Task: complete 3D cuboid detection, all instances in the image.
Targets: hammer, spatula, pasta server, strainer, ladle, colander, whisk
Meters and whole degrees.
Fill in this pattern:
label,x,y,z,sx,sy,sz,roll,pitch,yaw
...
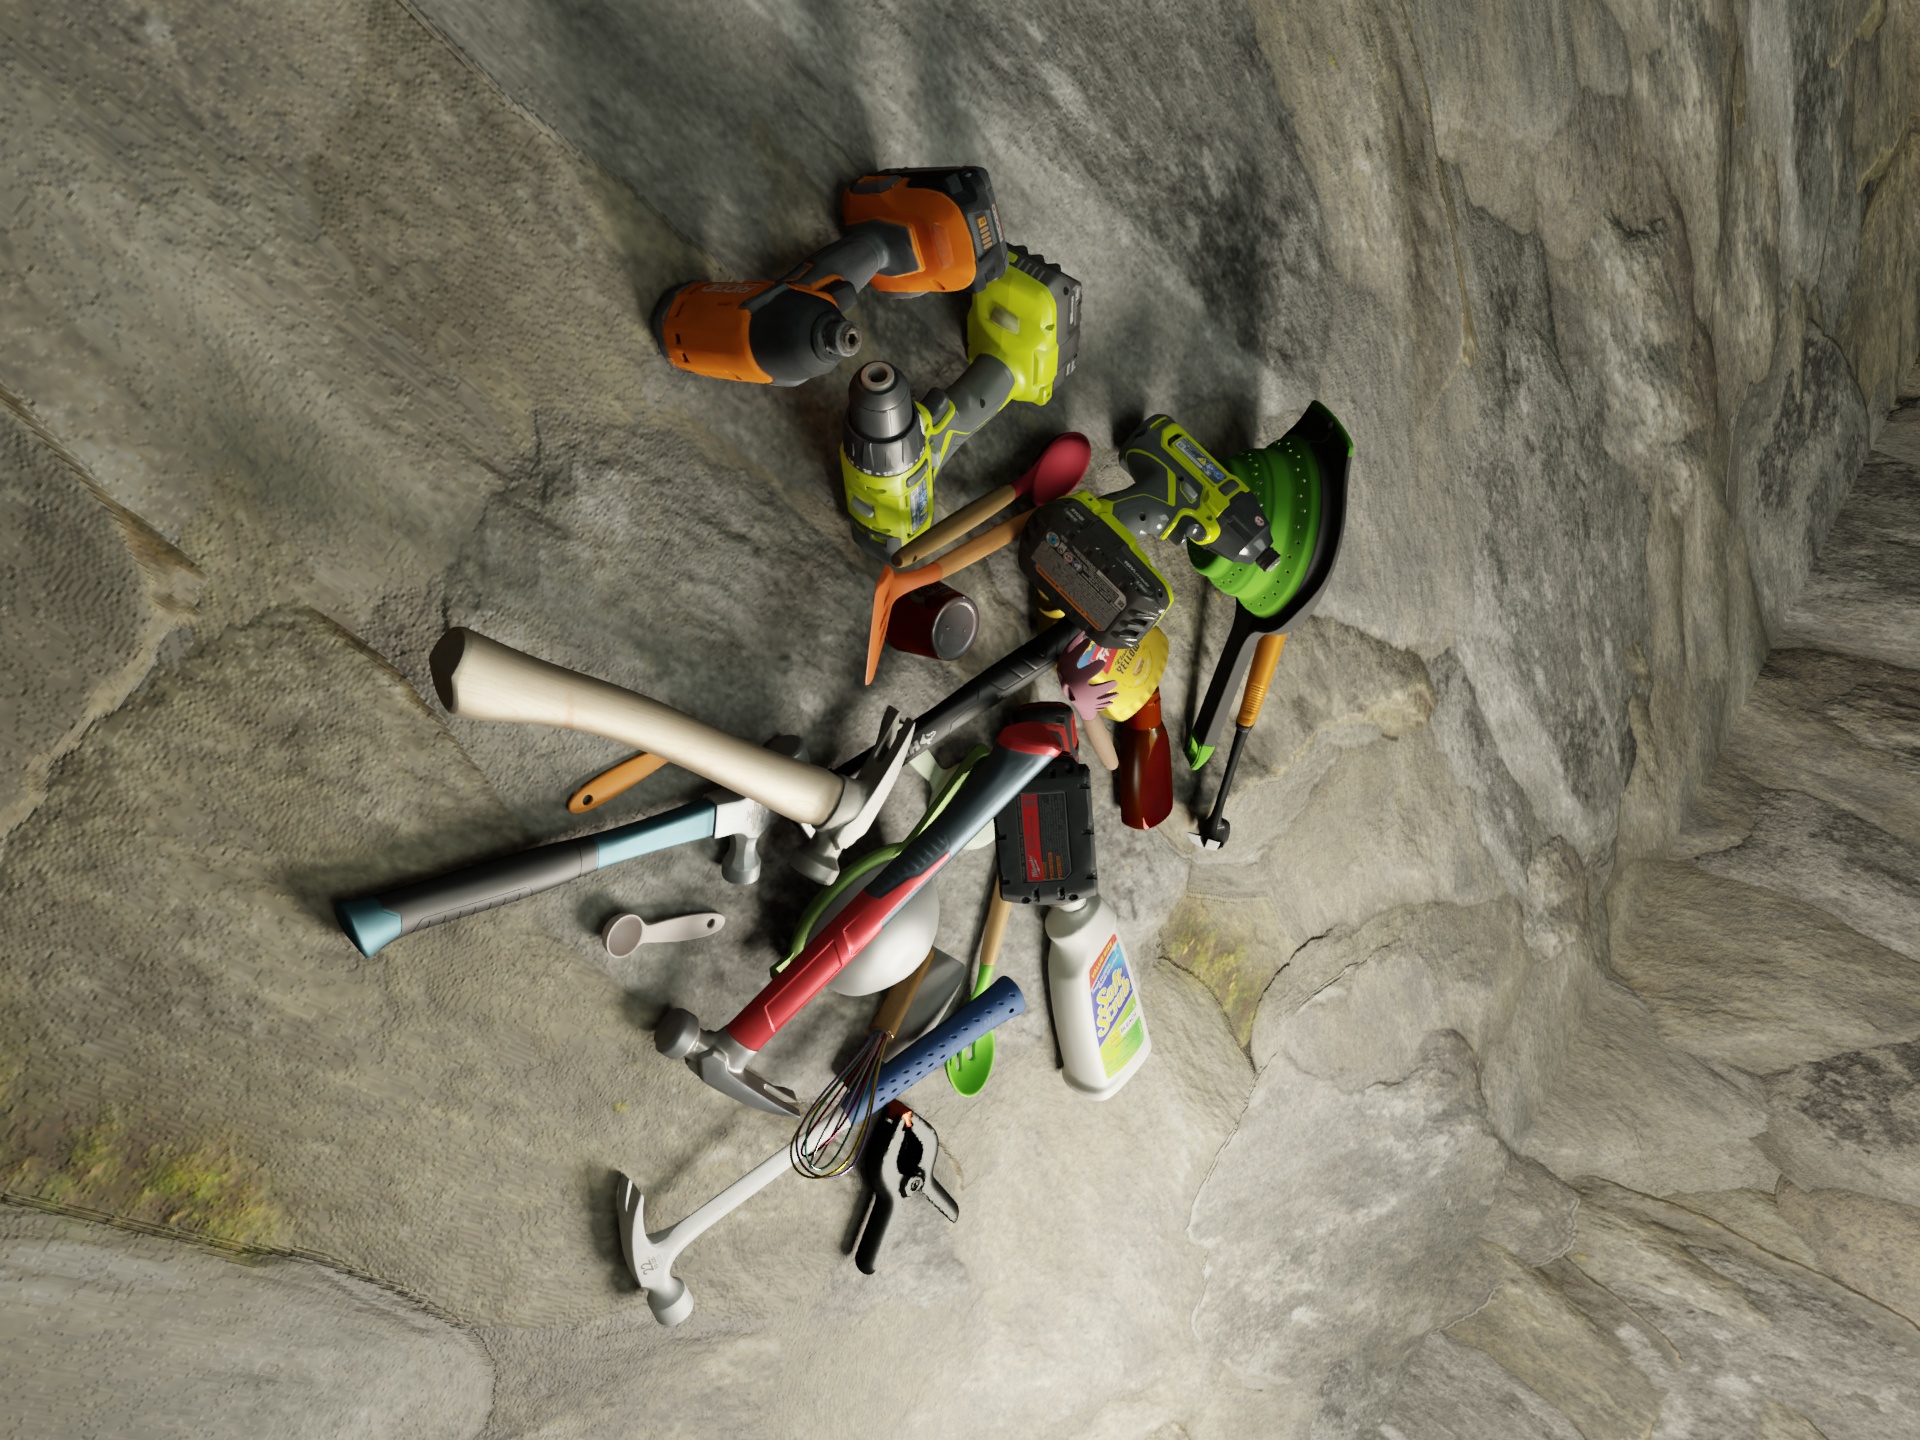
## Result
label,x,y,z,sx,sy,sz,roll,pitch,yaw
hammer,-0.270,0.098,1.107,0.331,0.033,0.128,-17,127,-42
hammer,-0.057,0.153,1.230,0.386,0.038,0.143,-45,122,10
spatula,0.000,-0.120,1.250,0.322,0.041,0.081,-36,141,-52
pasta server,0.124,-0.003,1.420,0.040,0.060,0.316,-32,160,2
strainer,-0.035,0.137,1.303,0.256,0.069,0.151,-55,150,16
hammer,-0.109,0.339,1.354,0.405,0.035,0.144,-32,124,-25
ladle,0.027,-0.172,1.259,0.315,0.031,0.069,-39,150,-54
hammer,0.307,-0.026,1.673,0.127,0.034,0.337,7,99,-75
hammer,-0.181,0.007,1.083,0.410,0.038,0.146,27,93,-53
hammer,-0.002,-0.004,1.319,0.335,0.035,0.146,-34,132,-20
colander,0.256,-0.121,1.548,0.094,0.205,0.396,7,123,-15
whisk,-0.078,0.277,1.326,0.051,0.047,0.245,54,42,-24

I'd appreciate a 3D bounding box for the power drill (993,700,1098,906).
label,x,y,z,sx,sy,sz,roll,pitch,yaw
power drill,0.075,0.092,1.366,0.227,0.080,0.188,-70,156,-78

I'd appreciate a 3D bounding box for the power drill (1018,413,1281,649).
label,x,y,z,sx,sy,sz,roll,pitch,yaw
power drill,0.168,-0.159,1.361,0.223,0.171,0.080,-37,169,-40

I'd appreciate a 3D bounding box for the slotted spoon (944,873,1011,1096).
label,x,y,z,sx,sy,sz,roll,pitch,yaw
slotted spoon,0.032,0.205,1.504,0.070,0.031,0.313,2,104,-49

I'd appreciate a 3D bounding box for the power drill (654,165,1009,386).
label,x,y,z,sx,sy,sz,roll,pitch,yaw
power drill,-0.071,-0.291,1.054,0.226,0.164,0.084,-40,129,-31

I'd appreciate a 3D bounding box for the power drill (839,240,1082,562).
label,x,y,z,sx,sy,sz,roll,pitch,yaw
power drill,-0.006,-0.246,1.173,0.228,0.080,0.190,-51,163,-21

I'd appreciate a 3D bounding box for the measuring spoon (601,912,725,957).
label,x,y,z,sx,sy,sz,roll,pitch,yaw
measuring spoon,-0.226,0.157,1.207,0.124,0.018,0.034,1,106,-55

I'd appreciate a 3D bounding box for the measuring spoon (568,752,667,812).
label,x,y,z,sx,sy,sz,roll,pitch,yaw
measuring spoon,-0.231,0.037,1.143,0.117,0.011,0.021,-32,129,-36

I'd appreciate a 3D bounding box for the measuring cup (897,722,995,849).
label,x,y,z,sx,sy,sz,roll,pitch,yaw
measuring cup,-0.009,0.054,1.377,0.083,0.038,0.167,-55,138,-14
